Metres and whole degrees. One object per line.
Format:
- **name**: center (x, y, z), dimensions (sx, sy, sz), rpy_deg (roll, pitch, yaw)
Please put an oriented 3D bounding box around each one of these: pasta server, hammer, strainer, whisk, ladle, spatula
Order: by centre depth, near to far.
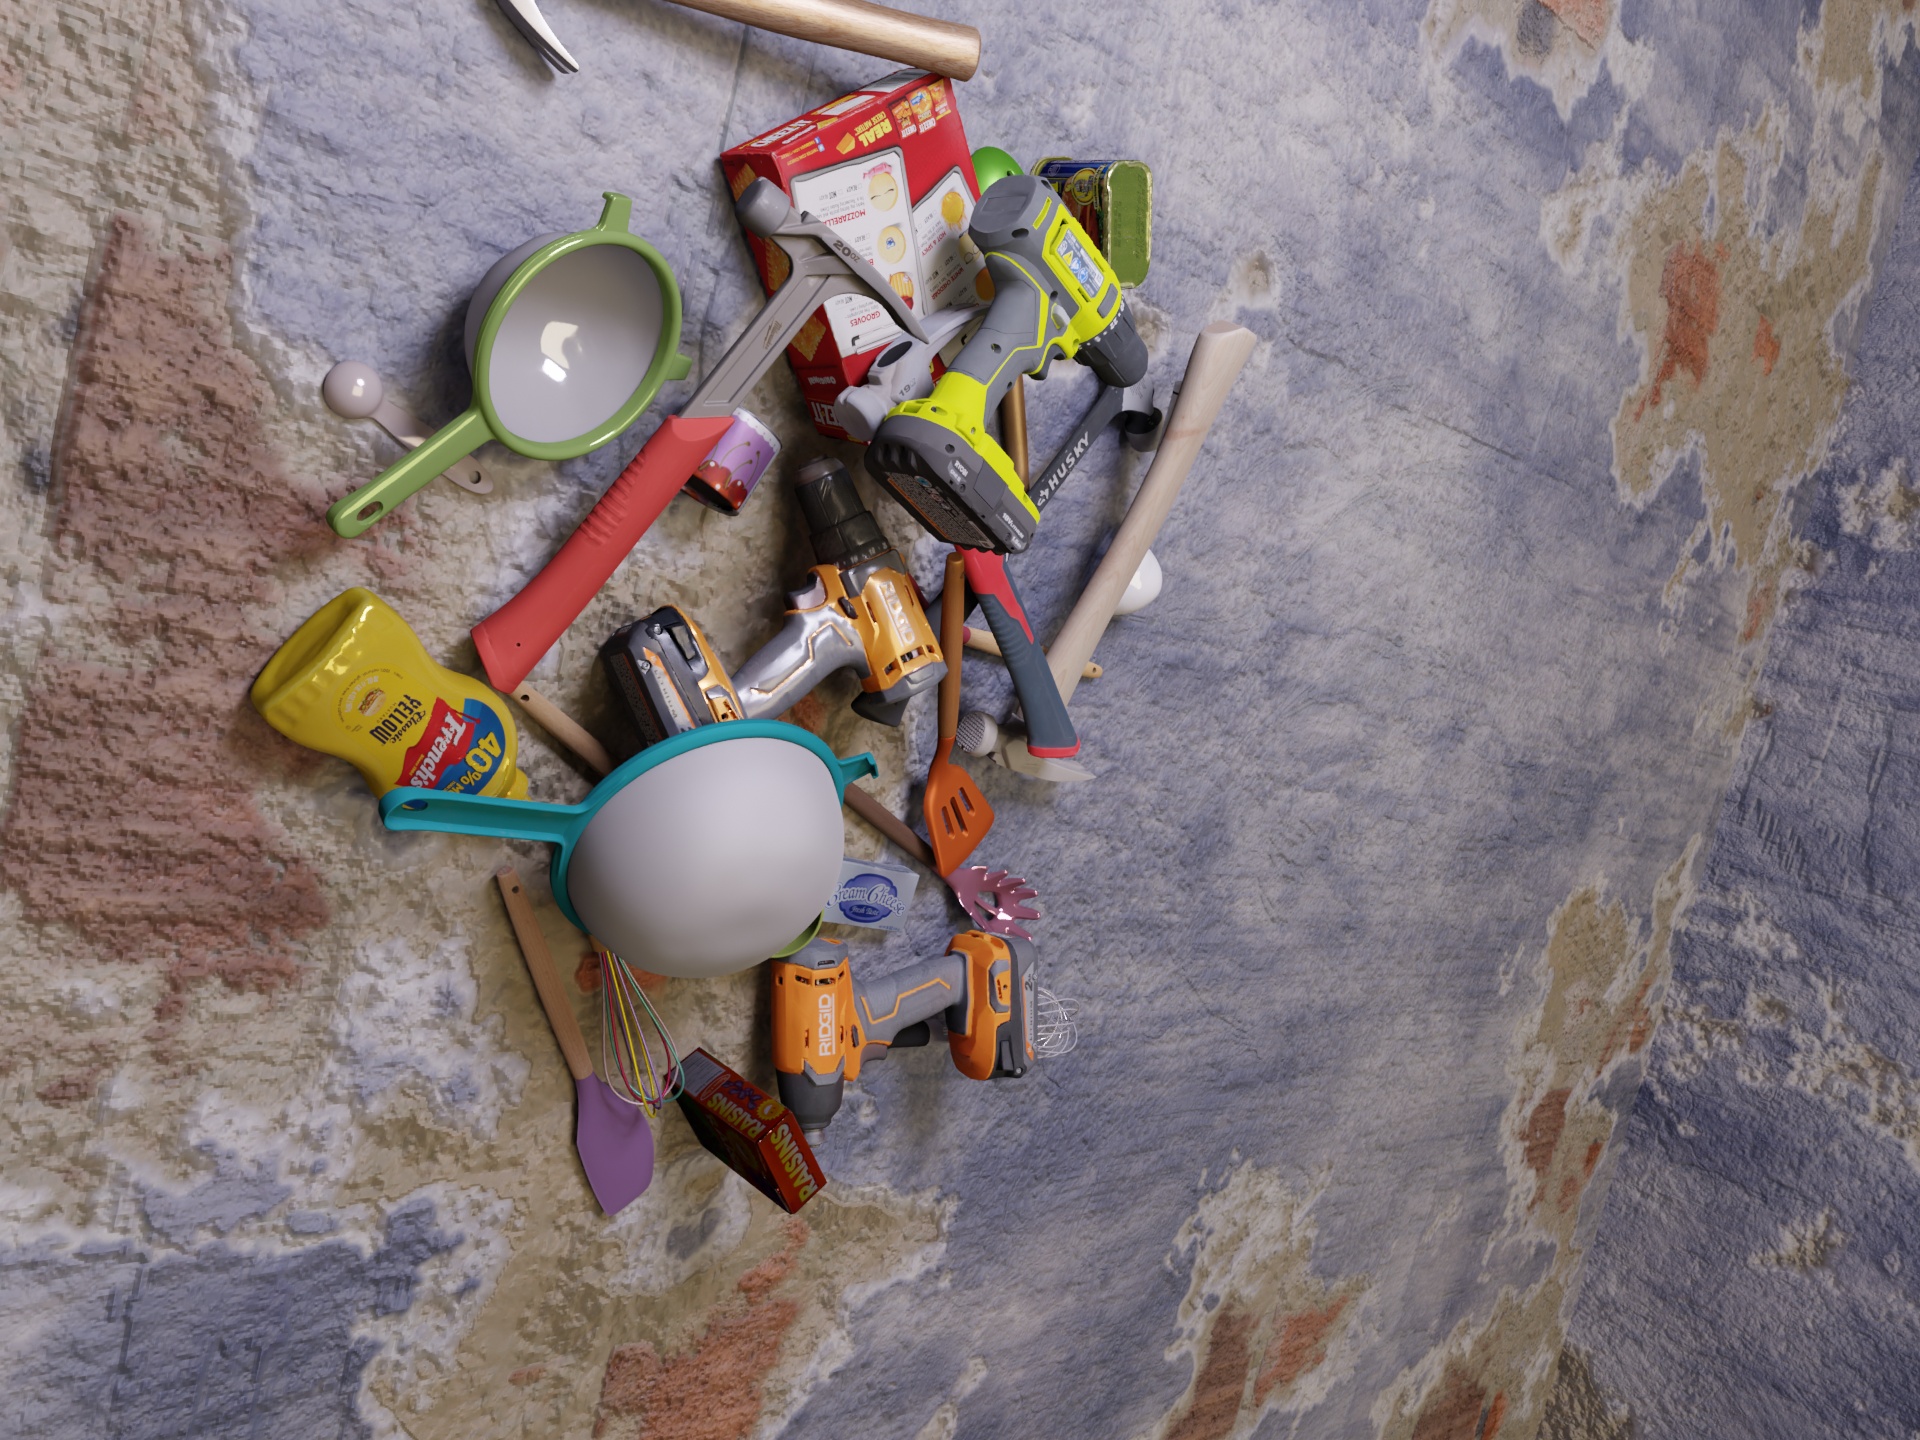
- **strainer**: center (-0.286, -0.206, 0.959), dimensions (0.256, 0.069, 0.151), rpy_deg (-42, 153, -16)
- **hammer**: center (-0.134, -0.451, 0.998), dimensions (0.331, 0.031, 0.130), rpy_deg (1, 106, -30)
- **strainer**: center (-0.200, 0.097, 1.014), dimensions (0.340, 0.095, 0.211), rpy_deg (12, 124, -47)
- **hammer**: center (-0.182, -0.159, 1.018), dimensions (0.149, 0.037, 0.359), rpy_deg (37, 95, -34)
- **ladle**: center (-0.208, 0.070, 1.138), dimensions (0.078, 0.062, 0.319), rpy_deg (-46, 129, -4)
- **whisk**: center (-0.247, 0.181, 1.141), dimensions (0.047, 0.051, 0.244), rpy_deg (-50, 133, -58)
- **spatula**: center (-0.279, 0.235, 1.152), dimensions (0.060, 0.018, 0.315), rpy_deg (-35, 127, -35)
- **hammer**: center (0.030, -0.125, 1.218), dimensions (0.143, 0.038, 0.385), rpy_deg (-46, 132, -24)
- **spatula**: center (-0.002, -0.004, 1.245), dimensions (0.081, 0.041, 0.322), rpy_deg (-46, 154, -35)
- **hammer**: center (0.040, -0.154, 1.280), dimensions (0.409, 0.036, 0.149), rpy_deg (-54, 139, -23)
- **pasta server**: center (-0.032, 0.106, 1.332), dimensions (0.315, 0.040, 0.060), rpy_deg (43, 62, -42)
- **ladle**: center (0.022, -0.067, 1.332), dimensions (0.315, 0.031, 0.069), rpy_deg (13, 93, -47)
- **hammer**: center (0.144, -0.137, 1.336), dimensions (0.146, 0.038, 0.410), rpy_deg (18, 104, -40)
- **strainer**: center (0.168, -0.184, 1.382), dimensions (0.087, 0.050, 0.258), rpy_deg (-45, 152, -64)
- **whisk**: center (-0.002, 0.273, 1.408), dimensions (0.284, 0.070, 0.070), rpy_deg (4, 101, -40)

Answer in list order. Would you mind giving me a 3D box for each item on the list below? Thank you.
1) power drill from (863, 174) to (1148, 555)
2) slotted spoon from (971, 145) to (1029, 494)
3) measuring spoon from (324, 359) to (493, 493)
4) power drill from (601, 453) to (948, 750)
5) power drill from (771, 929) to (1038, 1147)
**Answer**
- **power drill**: center (0.044, -0.234, 1.112), dimensions (0.190, 0.080, 0.228), rpy_deg (41, 71, -46)
- **slotted spoon**: center (0.041, -0.294, 1.273), dimensions (0.070, 0.031, 0.313), rpy_deg (-27, 123, -39)
- **measuring spoon**: center (-0.328, -0.173, 0.963), dimensions (0.124, 0.018, 0.034), rpy_deg (39, 76, -45)
- **power drill**: center (-0.134, -0.071, 1.118), dimensions (0.226, 0.084, 0.185), rpy_deg (-27, 100, -27)
- **power drill**: center (-0.049, 0.255, 1.300), dimensions (0.226, 0.084, 0.164), rpy_deg (0, 91, -31)
